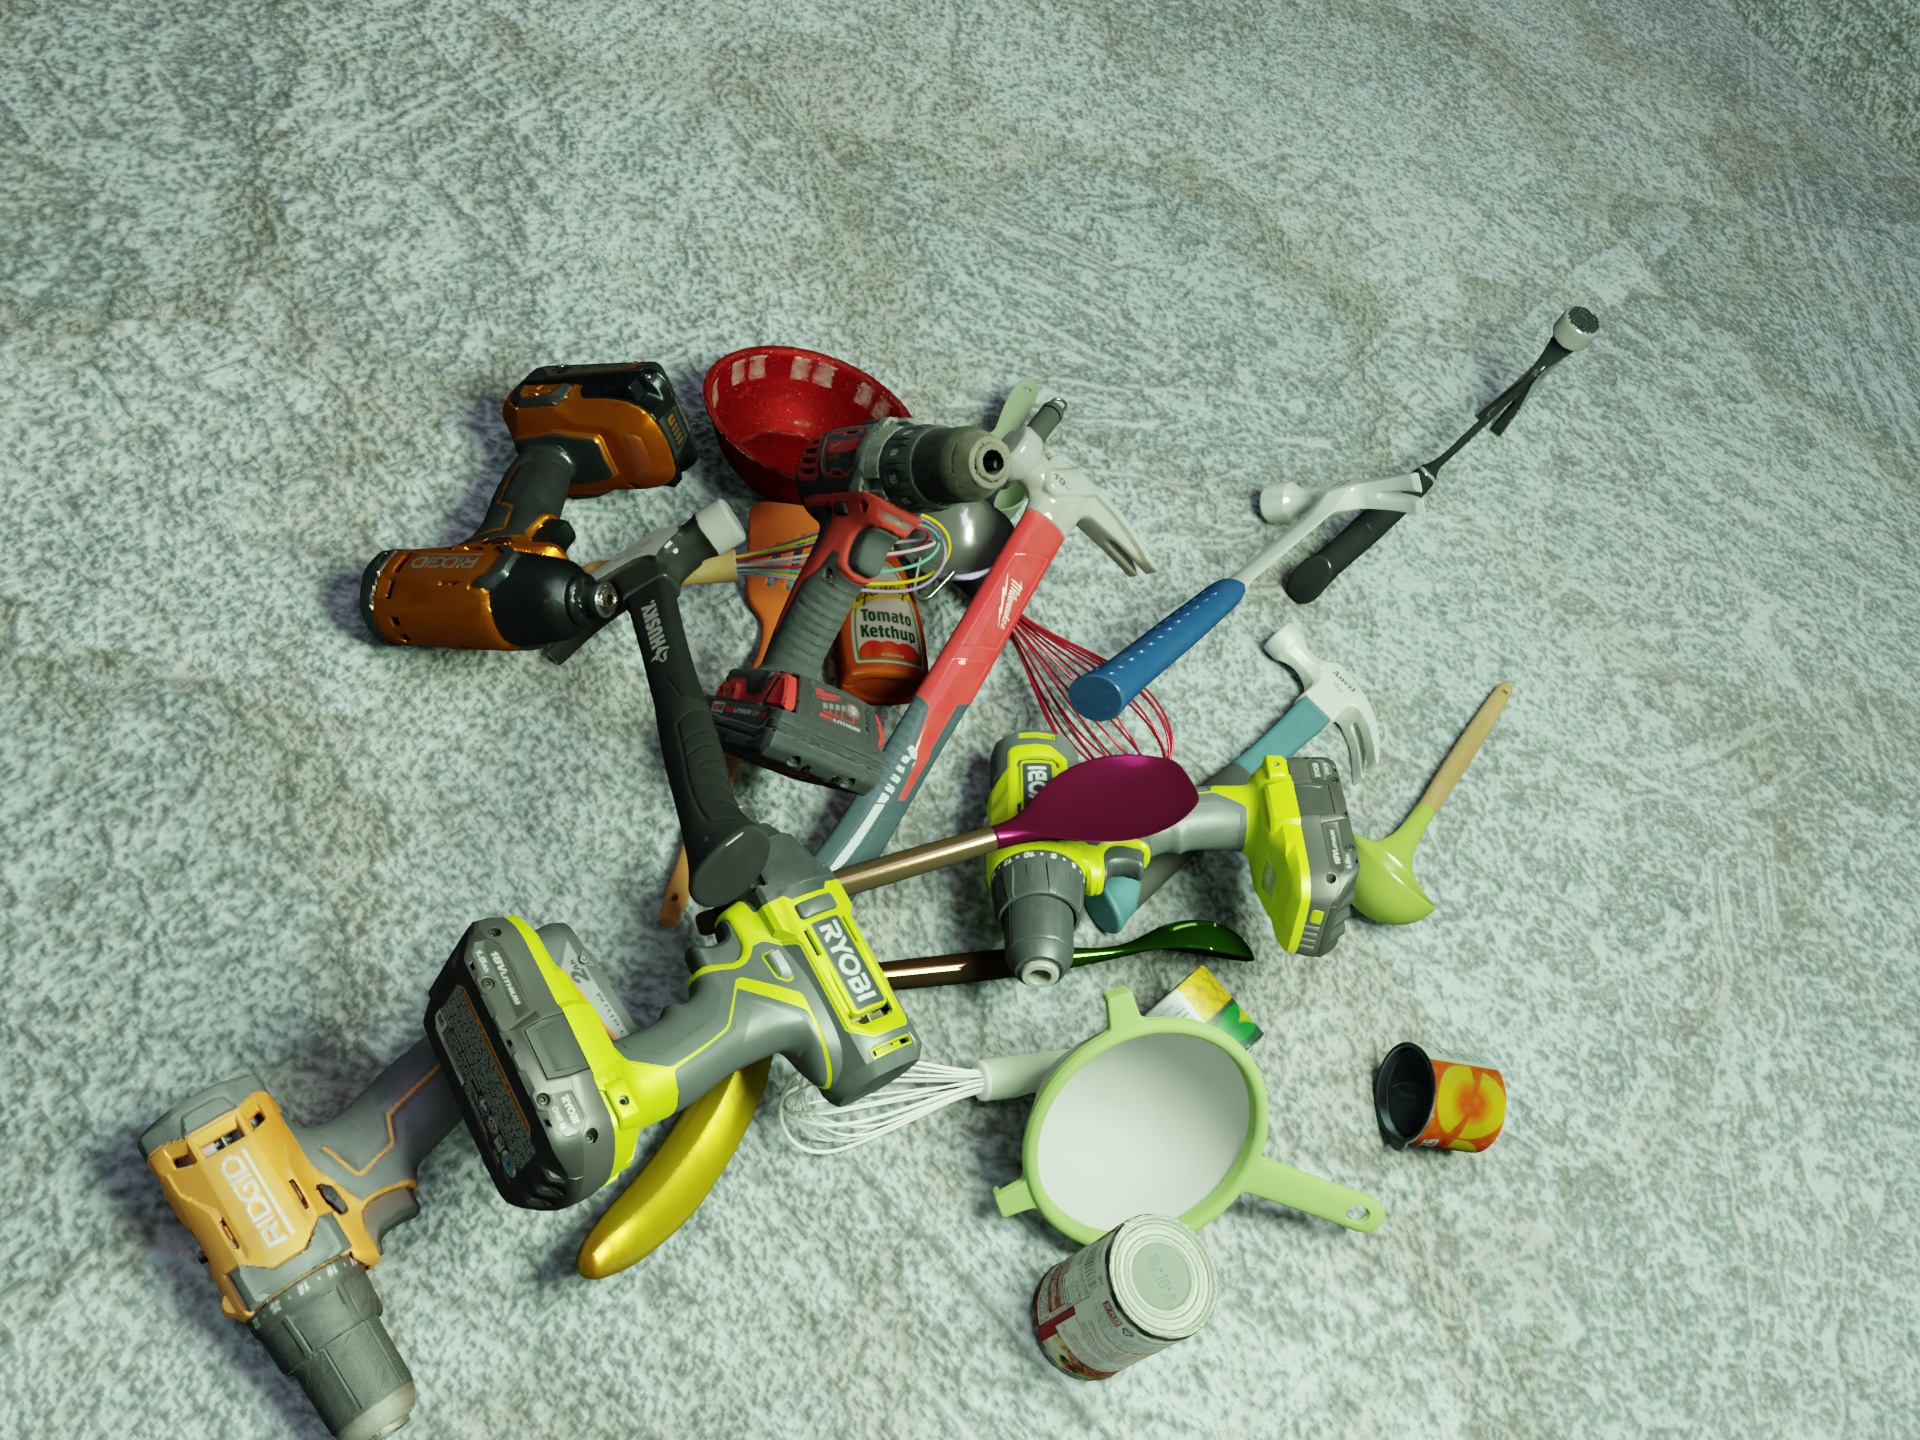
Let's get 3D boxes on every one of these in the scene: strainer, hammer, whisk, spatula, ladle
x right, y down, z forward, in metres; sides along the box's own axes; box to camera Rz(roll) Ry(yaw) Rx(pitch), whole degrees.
[{"bbox_3d":[0.026,-0.179,1.175,0.087,0.050,0.258,22,46,13],"label":"strainer"},{"bbox_3d":[0.413,-0.221,1.392,0.036,0.149,0.409,45,61,9],"label":"hammer"},{"bbox_3d":[-0.165,-0.010,0.902,0.146,0.035,0.335,-31,38,3],"label":"hammer"},{"bbox_3d":[0.006,0.217,0.951,0.246,0.058,0.059,0,93,-28],"label":"whisk"},{"bbox_3d":[0.196,0.048,1.154,0.128,0.033,0.331,46,52,10],"label":"hammer"},{"bbox_3d":[-0.002,-0.003,1.033,0.143,0.038,0.386,41,66,-25],"label":"hammer"},{"bbox_3d":[0.048,-0.061,1.144,0.073,0.073,0.296,-28,68,-36],"label":"whisk"},{"bbox_3d":[0.208,-0.102,1.170,0.405,0.144,0.035,-37,118,-44],"label":"hammer"},{"bbox_3d":[-0.128,-0.110,1.060,0.245,0.047,0.051,-5,60,-3],"label":"whisk"},{"bbox_3d":[-0.141,-0.011,1.034,0.081,0.041,0.323,12,54,3],"label":"spatula"},{"bbox_3d":[0.374,0.049,1.220,0.078,0.062,0.320,42,49,6],"label":"ladle"},{"bbox_3d":[0.145,0.252,0.962,0.256,0.151,0.069,25,9,-22],"label":"strainer"}]

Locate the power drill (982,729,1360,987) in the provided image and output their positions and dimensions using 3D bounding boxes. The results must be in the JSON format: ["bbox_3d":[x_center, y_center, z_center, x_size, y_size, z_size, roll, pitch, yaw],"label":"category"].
[{"bbox_3d":[0.128,0.091,1.012,0.228,0.080,0.191,2,42,-1],"label":"power drill"}]

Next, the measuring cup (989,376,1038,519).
[{"bbox_3d":[0.026,-0.211,1.247,0.083,0.038,0.168,29,49,-5],"label":"measuring cup"}]

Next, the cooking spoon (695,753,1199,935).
[{"bbox_3d":[-0.004,0.078,0.960,0.319,0.017,0.069,-15,50,-15],"label":"cooking spoon"}]

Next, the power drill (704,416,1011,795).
[{"bbox_3d":[-0.060,-0.075,0.946,0.080,0.188,0.227,24,81,-33],"label":"power drill"}]

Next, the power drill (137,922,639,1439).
[{"bbox_3d":[-0.260,0.227,0.799,0.226,0.084,0.185,-29,76,-32],"label":"power drill"}]

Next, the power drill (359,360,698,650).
[{"bbox_3d":[-0.252,-0.131,1.000,0.164,0.084,0.227,3,47,23],"label":"power drill"}]

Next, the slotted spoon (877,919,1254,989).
[{"bbox_3d":[0.042,0.152,1.005,0.313,0.070,0.031,-3,84,-20],"label":"slotted spoon"}]

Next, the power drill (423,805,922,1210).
[{"bbox_3d":[-0.145,0.138,0.810,0.223,0.080,0.171,-15,67,-42],"label":"power drill"}]
